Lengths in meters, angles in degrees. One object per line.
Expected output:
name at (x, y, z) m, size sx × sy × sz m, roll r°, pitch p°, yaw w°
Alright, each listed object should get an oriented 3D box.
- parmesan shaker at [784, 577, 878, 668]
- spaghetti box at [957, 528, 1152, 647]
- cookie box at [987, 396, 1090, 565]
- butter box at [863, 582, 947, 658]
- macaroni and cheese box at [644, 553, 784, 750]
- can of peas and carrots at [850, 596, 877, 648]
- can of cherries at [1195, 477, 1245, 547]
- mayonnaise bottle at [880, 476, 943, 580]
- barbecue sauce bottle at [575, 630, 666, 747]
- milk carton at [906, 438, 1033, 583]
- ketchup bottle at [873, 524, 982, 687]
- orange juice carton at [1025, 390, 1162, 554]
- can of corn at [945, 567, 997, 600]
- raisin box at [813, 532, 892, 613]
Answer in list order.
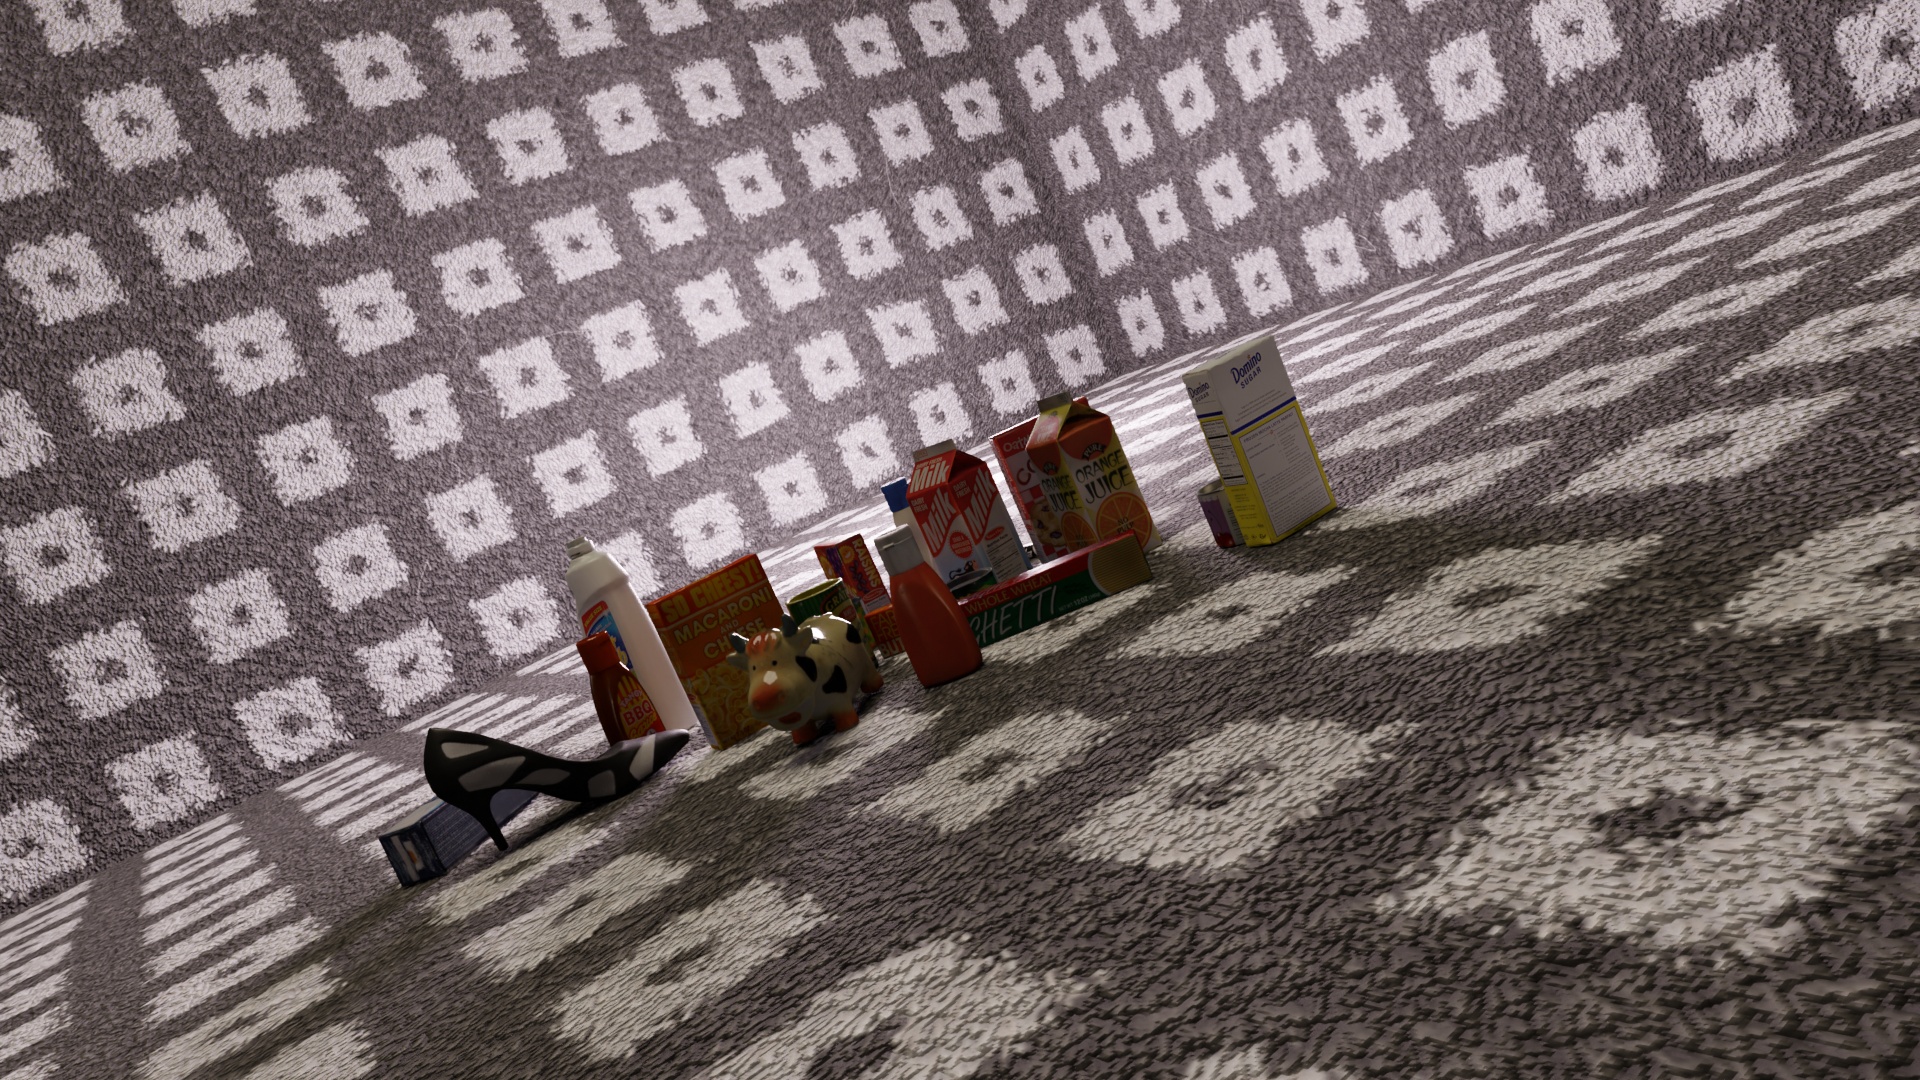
parmesan shaker at (-0.135, 0.099, 1.486) m, size 0.071 × 0.103 × 0.071 m, roll -23°, pitch 7°, yaw 3°
spaghetti box at (0.064, 0.059, 1.365) m, size 0.250 × 0.050 × 0.029 m, roll -23°, pitch 7°, yaw 7°
cookie box at (0.122, -0.071, 1.640) m, size 0.123 × 0.167 × 0.040 m, roll -25°, pitch 7°, yaw -12°
butter box at (-0.048, 0.087, 1.501) m, size 0.103 × 0.053 × 0.024 m, roll -21°, pitch 8°, yaw 20°
macaroni and cheese box at (-0.235, 0.114, 1.441) m, size 0.124 × 0.166 × 0.040 m, roll -28°, pitch 8°, yaw -28°
can of peas and carrots at (-0.136, 0.105, 1.612) m, size 0.071 × 0.058 × 0.071 m, roll -23°, pitch 7°, yaw 3°
can of cherries at (0.270, -0.032, 1.350) m, size 0.071 × 0.058 × 0.071 m, roll -23°, pitch 7°, yaw 3°
mayonnaise bottle at (-0.061, -0.011, 1.846) m, size 0.041 × 0.148 × 0.065 m, roll -22°, pitch 7°, yaw 13°
barbecue sauce bottle at (-0.375, 0.173, 1.524) m, size 0.043 × 0.148 × 0.065 m, roll -19°, pitch 9°, yaw 34°
milk carton at (0.006, -0.019, 1.550) m, size 0.072 × 0.190 × 0.074 m, roll -16°, pitch 10°, yaw 45°
ketchup bottle at (-0.035, 0.059, 1.290) m, size 0.064 × 0.148 × 0.044 m, roll -21°, pitch 8°, yaw 19°
orange juice carton at (0.134, -0.067, 1.482) m, size 0.073 × 0.192 × 0.071 m, roll -27°, pitch 8°, yaw -24°
can of corn at (0.011, 0.068, 1.429) m, size 0.071 × 0.058 × 0.071 m, roll -23°, pitch 7°, yaw 3°
raisin box at (-0.127, 0.055, 1.688) m, size 0.040 × 0.123 × 0.086 m, roll -27°, pitch 8°, yaw -23°
